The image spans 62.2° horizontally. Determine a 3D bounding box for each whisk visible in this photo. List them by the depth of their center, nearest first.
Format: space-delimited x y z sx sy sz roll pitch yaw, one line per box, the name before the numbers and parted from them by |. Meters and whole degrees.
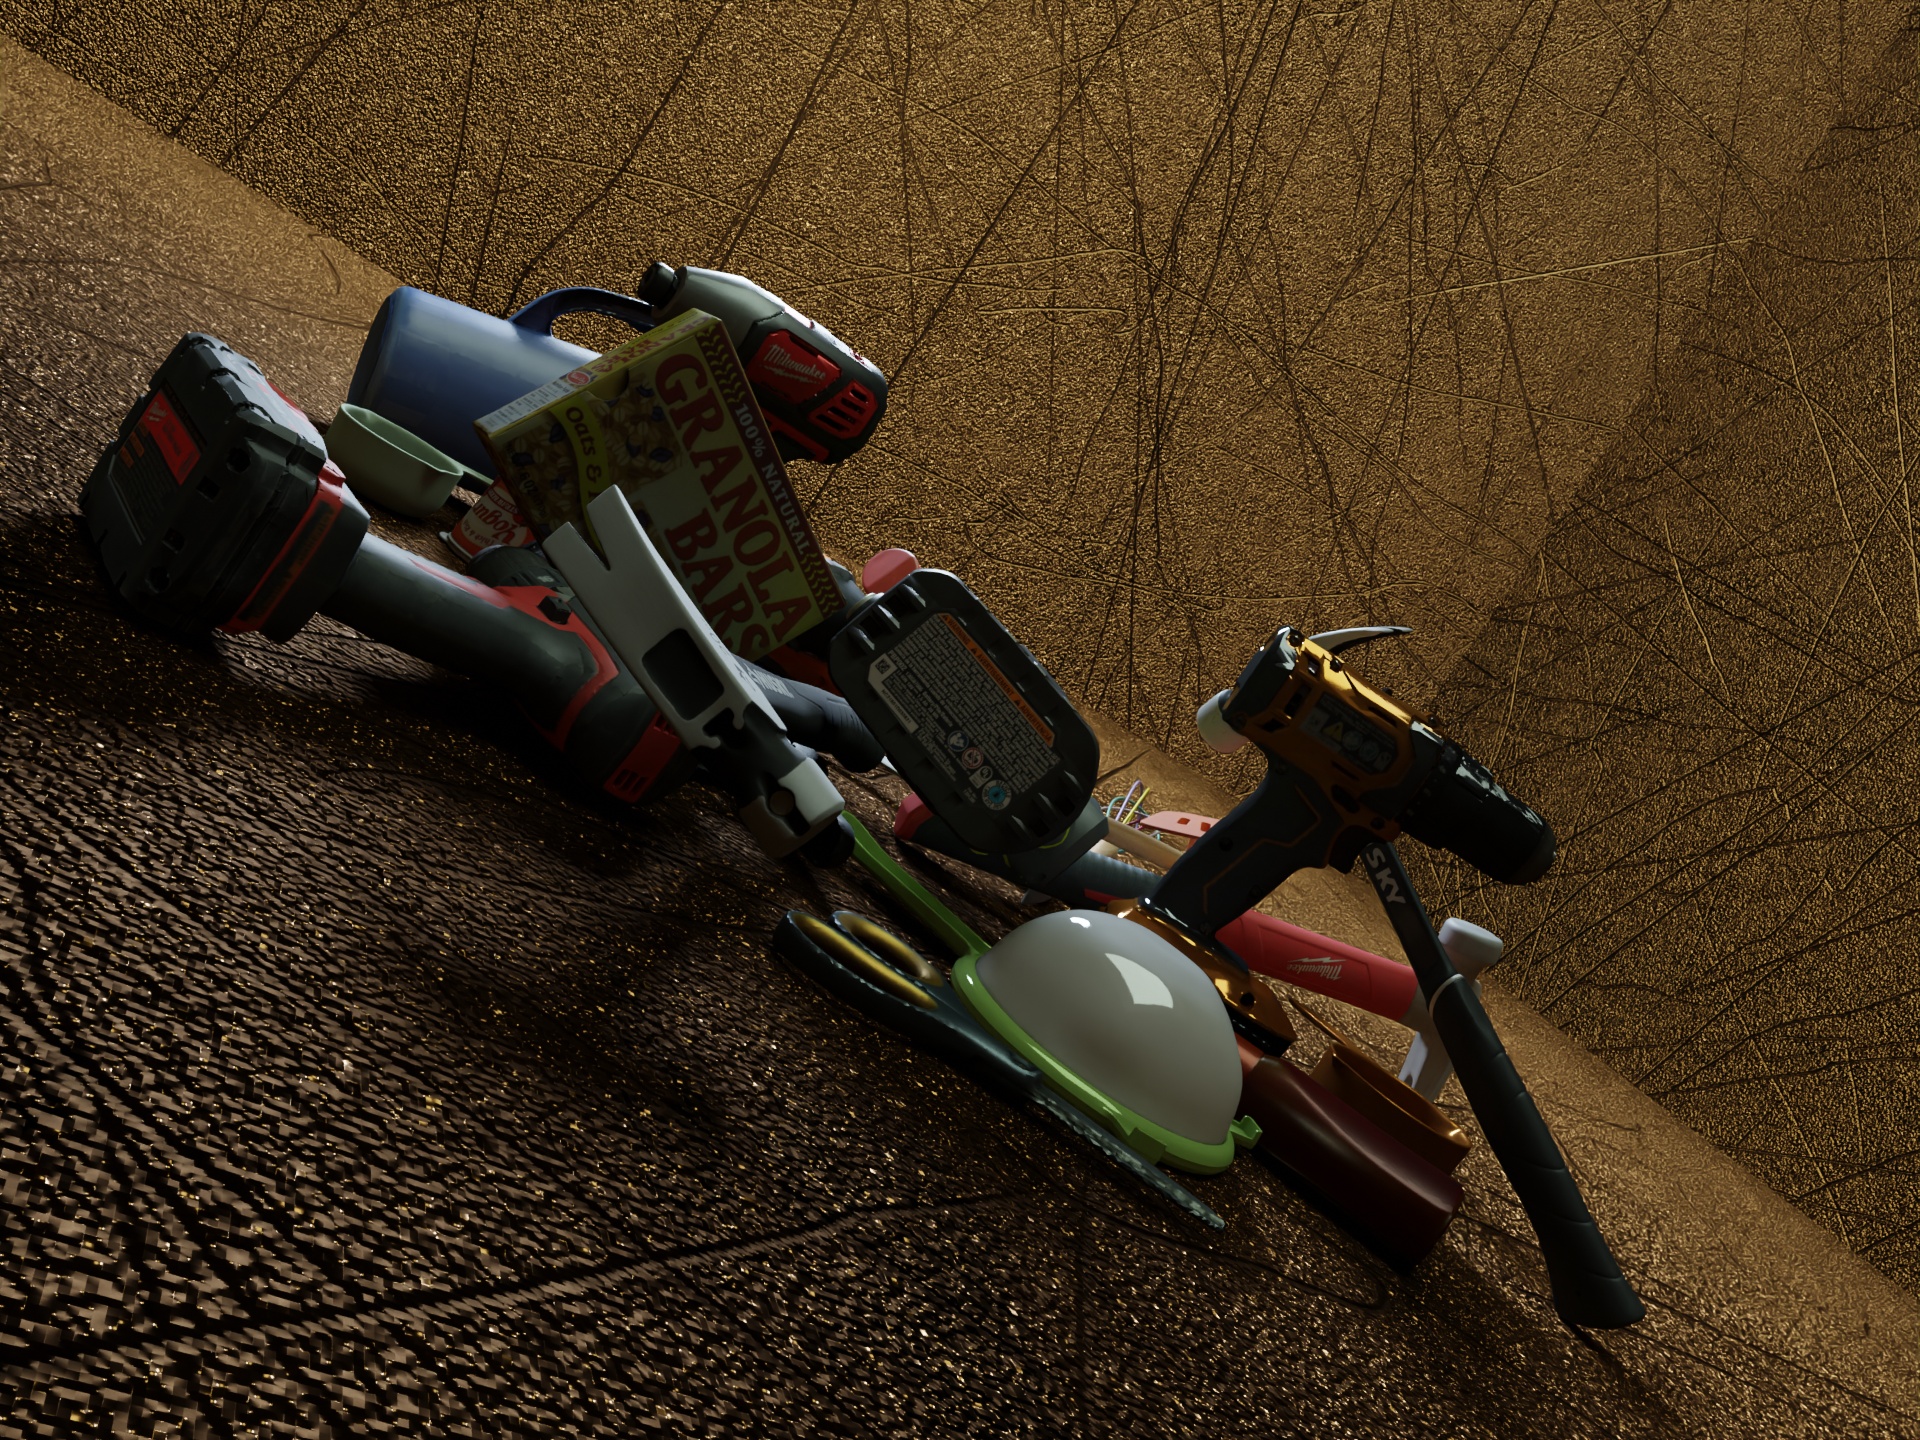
whisk | 0.111 0.096 1.184 0.051 0.047 0.245 60 20 0

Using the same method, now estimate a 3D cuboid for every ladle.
ladle | 0.109 0.066 1.099 0.078 0.062 0.319 42 8 34

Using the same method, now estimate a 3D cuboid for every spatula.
spatula | 0.161 0.109 1.115 0.081 0.041 0.322 12 -19 8

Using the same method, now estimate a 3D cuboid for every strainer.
strainer | 0.038 0.101 0.739 0.257 0.069 0.151 38 8 29

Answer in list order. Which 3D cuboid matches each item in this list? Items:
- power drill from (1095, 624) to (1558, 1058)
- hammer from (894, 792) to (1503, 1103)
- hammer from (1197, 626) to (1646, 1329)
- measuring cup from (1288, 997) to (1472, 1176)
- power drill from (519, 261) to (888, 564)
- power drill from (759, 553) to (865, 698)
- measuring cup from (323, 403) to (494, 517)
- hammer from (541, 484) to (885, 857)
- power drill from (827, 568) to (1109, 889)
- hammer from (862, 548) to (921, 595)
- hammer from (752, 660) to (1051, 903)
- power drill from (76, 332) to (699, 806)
power drill | 0.184 0.089 0.841 0.185 0.226 0.084 34 6 4
hammer | 0.137 0.135 0.970 0.386 0.143 0.038 21 7 -11
hammer | 0.267 0.134 0.888 0.036 0.149 0.409 -5 64 -40
measuring cup | 0.210 0.208 0.885 0.095 0.052 0.174 31 5 -18
power drill | -0.149 -0.126 0.839 0.143 0.219 0.079 30 7 -34
power drill | -0.100 -0.068 1.113 0.164 0.084 0.226 37 -6 12
measuring cup | -0.311 -0.138 0.962 0.083 0.038 0.167 37 6 31
hammer | -0.080 -0.009 0.699 0.146 0.035 0.334 52 3 6
power drill | -0.001 -0.003 0.818 0.190 0.080 0.228 50 -2 7
hammer | 0.008 -0.016 1.110 0.149 0.036 0.358 54 0 26
hammer | -0.098 -0.005 1.026 0.405 0.035 0.144 33 6 -5
power drill | -0.221 -0.059 0.640 0.226 0.080 0.188 32 6 -45
